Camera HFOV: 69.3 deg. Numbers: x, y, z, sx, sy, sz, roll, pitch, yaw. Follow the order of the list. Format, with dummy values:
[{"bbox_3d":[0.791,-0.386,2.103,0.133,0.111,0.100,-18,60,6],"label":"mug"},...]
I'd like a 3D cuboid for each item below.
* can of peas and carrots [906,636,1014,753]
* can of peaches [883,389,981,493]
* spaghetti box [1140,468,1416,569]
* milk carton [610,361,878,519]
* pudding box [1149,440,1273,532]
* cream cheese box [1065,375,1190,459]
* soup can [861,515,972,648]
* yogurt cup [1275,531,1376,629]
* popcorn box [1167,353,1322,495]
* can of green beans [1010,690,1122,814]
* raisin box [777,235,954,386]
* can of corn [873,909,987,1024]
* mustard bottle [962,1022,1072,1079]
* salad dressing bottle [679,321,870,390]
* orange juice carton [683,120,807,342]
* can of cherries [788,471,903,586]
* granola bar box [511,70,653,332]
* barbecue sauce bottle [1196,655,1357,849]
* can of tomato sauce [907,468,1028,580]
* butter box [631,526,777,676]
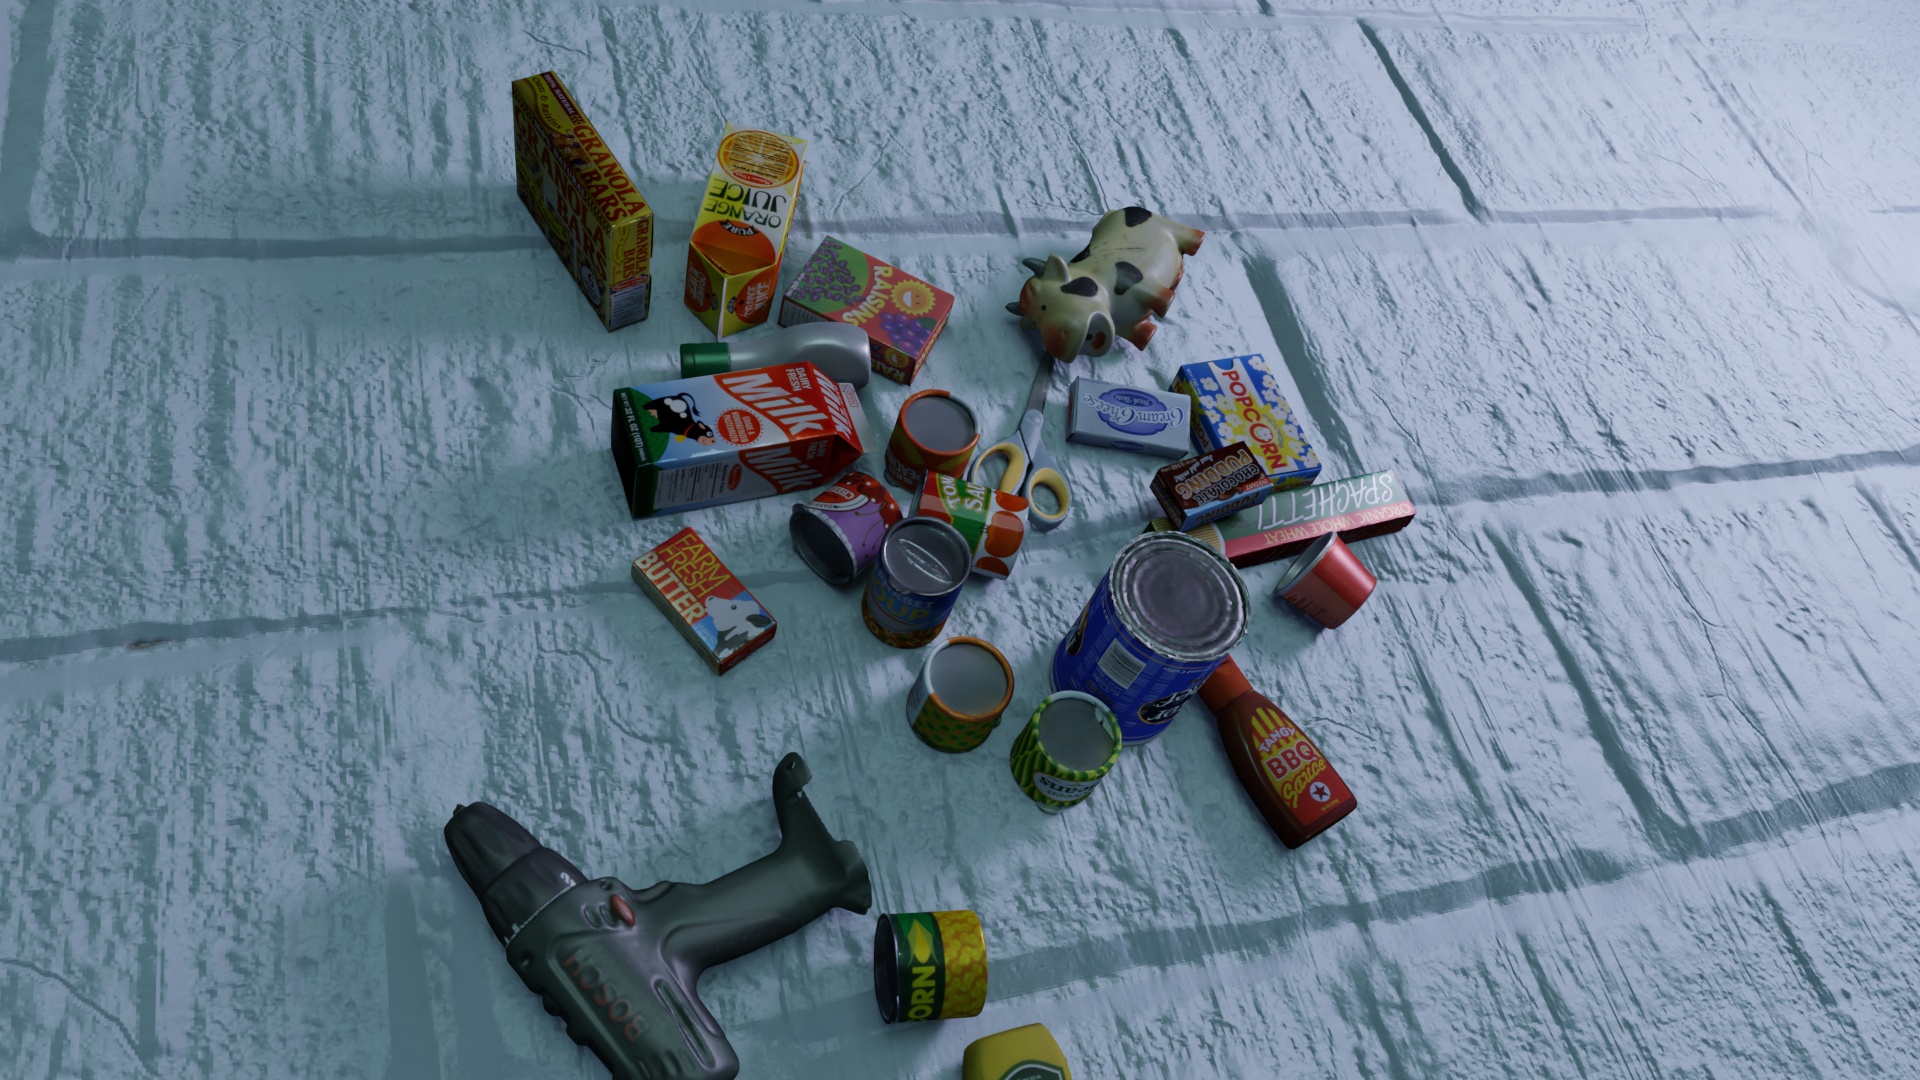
[{"bbox_3d":[0.002,0.109,0.981,0.071,0.058,0.071,7,57,-11],"label":"can of peas and carrots"},{"bbox_3d":[-0.024,-0.076,1.094,0.071,0.057,0.071,8,56,-12],"label":"can of peaches"},{"bbox_3d":[0.268,-0.013,1.156,0.251,0.028,0.050,-12,63,-22],"label":"spaghetti box"},{"bbox_3d":[-0.160,-0.080,1.047,0.191,0.073,0.072,-11,62,-23],"label":"milk carton"},{"bbox_3d":[0.201,-0.043,1.114,0.084,0.030,0.050,-18,64,-18],"label":"pudding box"},{"bbox_3d":[0.143,-0.103,1.174,0.104,0.024,0.053,9,71,-10],"label":"cream cheese box"},{"bbox_3d":[-0.035,0.033,1.005,0.071,0.083,0.072,7,56,-11],"label":"soup can"},{"bbox_3d":[0.295,0.034,1.113,0.054,0.072,0.073,42,56,3],"label":"yogurt cup"},{"bbox_3d":[0.244,-0.097,1.198,0.085,0.038,0.127,-11,62,-21],"label":"popcorn box"},{"bbox_3d":[0.074,0.147,0.978,0.071,0.057,0.071,8,57,-11],"label":"can of green beans"},{"bbox_3d":[-0.078,-0.193,1.166,0.123,0.039,0.086,26,54,3],"label":"raisin box"},{"bbox_3d":[-0.019,0.267,0.868,0.058,0.070,0.071,1,58,-16],"label":"can of corn"},{"bbox_3d":[0.050,0.375,0.829,0.065,0.048,0.161,-9,61,-20],"label":"mustard bottle"},{"bbox_3d":[-0.147,-0.142,1.102,0.148,0.064,0.044,-4,51,-10],"label":"salad dressing bottle"},{"bbox_3d":[-0.181,-0.253,1.154,0.073,0.071,0.193,12,55,-8],"label":"orange juice carton"},{"bbox_3d":[-0.084,-0.011,1.027,0.071,0.071,0.059,43,57,12],"label":"can of cherries"},{"bbox_3d":[-0.299,-0.267,1.098,0.039,0.123,0.166,-26,68,-27],"label":"granola bar box"},{"bbox_3d":[0.225,0.151,1.029,0.065,0.043,0.149,-22,66,-27],"label":"barbecue sauce bottle"},{"bbox_3d":[0.004,-0.013,1.055,0.083,0.070,0.071,16,55,-7],"label":"can of tomato sauce"},{"bbox_3d":[-0.184,0.042,0.992,0.053,0.024,0.103,-35,73,-31],"label":"butter box"}]
